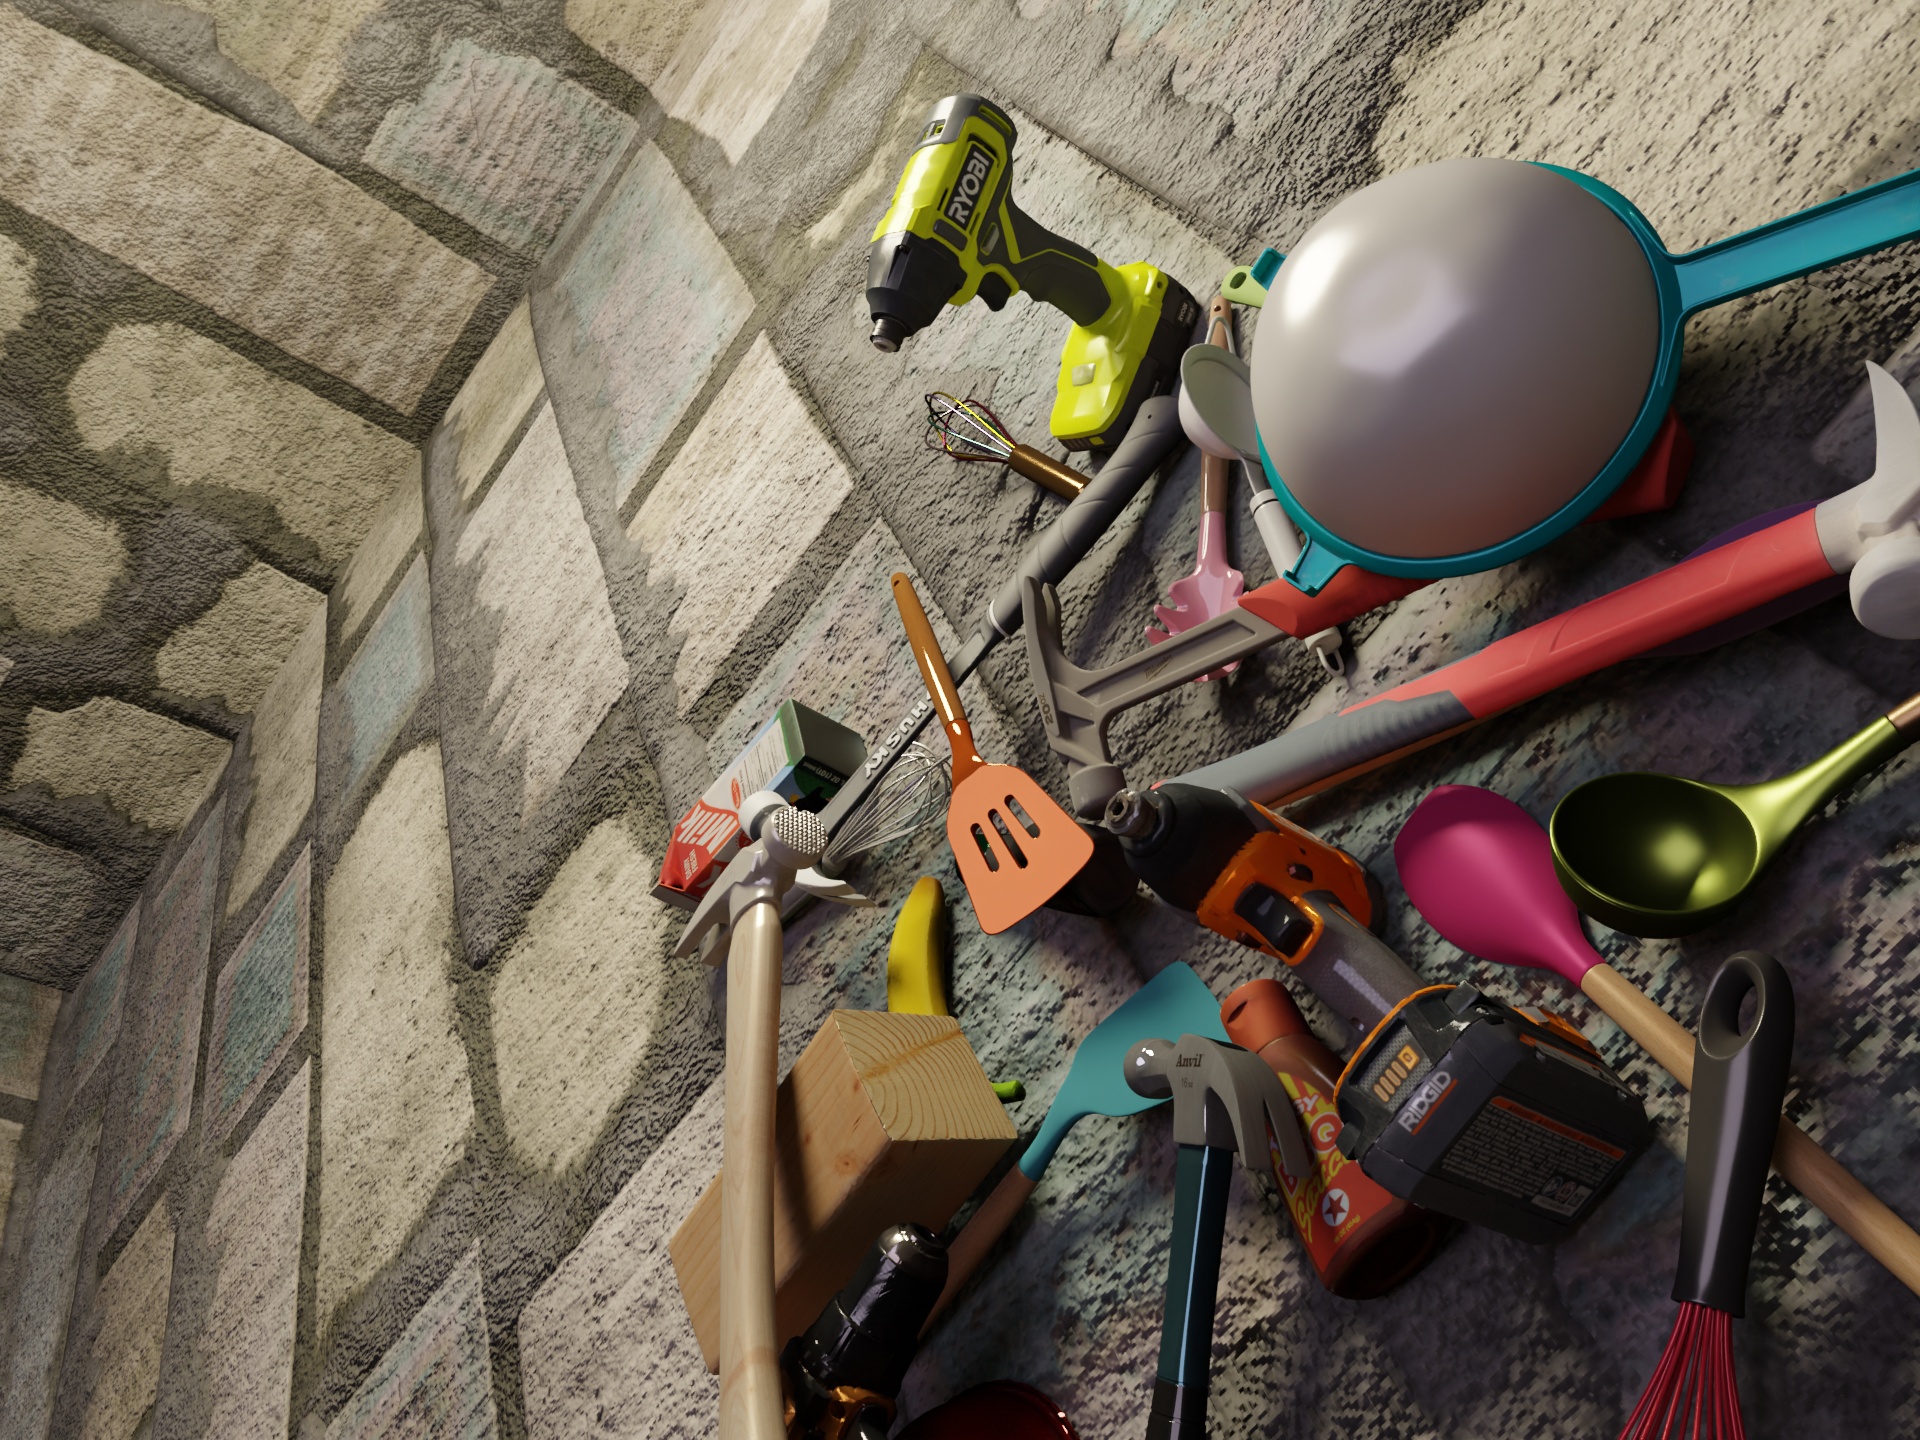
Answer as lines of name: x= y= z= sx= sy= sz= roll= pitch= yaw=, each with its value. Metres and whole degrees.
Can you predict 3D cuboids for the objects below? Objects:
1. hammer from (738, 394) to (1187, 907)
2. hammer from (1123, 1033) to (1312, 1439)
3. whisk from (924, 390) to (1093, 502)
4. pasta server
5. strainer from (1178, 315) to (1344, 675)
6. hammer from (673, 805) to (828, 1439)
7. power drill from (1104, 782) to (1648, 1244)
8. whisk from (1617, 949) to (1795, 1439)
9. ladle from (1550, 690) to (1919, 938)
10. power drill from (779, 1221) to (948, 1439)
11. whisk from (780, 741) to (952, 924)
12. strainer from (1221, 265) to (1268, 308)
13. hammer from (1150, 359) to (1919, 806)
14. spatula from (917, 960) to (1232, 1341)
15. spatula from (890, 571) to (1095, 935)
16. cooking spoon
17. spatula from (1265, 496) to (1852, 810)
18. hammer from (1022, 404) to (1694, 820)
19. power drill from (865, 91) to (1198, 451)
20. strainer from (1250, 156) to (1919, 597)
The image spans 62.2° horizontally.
hammer: x=0.016 y=-0.051 z=1.040 sx=0.409 sy=0.036 sz=0.149 roll=-50 pitch=37 yaw=0
hammer: x=0.095 y=0.305 z=0.698 sx=0.128 sy=0.033 sz=0.331 roll=152 pitch=130 yaw=-65
whisk: x=0.036 y=-0.198 z=1.183 sx=0.245 sy=0.051 sz=0.047 roll=40 pitch=121 yaw=52
pasta server: x=0.155 y=-0.151 z=0.981 sx=0.060 sy=0.040 sz=0.316 roll=-7 pitch=56 yaw=23
strainer: x=0.172 y=-0.129 z=0.917 sx=0.050 sy=0.086 sz=0.259 roll=-45 pitch=46 yaw=38
hammer: x=-0.115 y=0.241 z=0.834 sx=0.146 sy=0.038 sz=0.411 roll=-50 pitch=31 yaw=36
power drill: x=0.159 y=0.106 z=0.674 sx=0.084 sy=0.164 sz=0.227 roll=-55 pitch=35 yaw=11
whisk: x=0.253 y=0.221 z=0.543 sx=0.073 sy=0.073 sz=0.296 roll=-7 pitch=61 yaw=52
ladle: x=0.364 y=-0.018 z=0.583 sx=0.320 sy=0.062 sz=0.078 roll=-40 pitch=35 yaw=26
power drill: x=-0.031 y=0.357 z=0.726 sx=0.185 sy=0.084 sz=0.226 roll=-60 pitch=28 yaw=1
whisk: x=-0.086 y=0.093 z=1.125 sx=0.246 sy=0.058 sz=0.059 roll=-42 pitch=-4 yaw=34
strainer: x=0.228 y=-0.226 z=0.916 sx=0.151 sy=0.069 sz=0.257 roll=-57 pitch=25 yaw=9
hammer: x=0.245 y=-0.029 z=0.731 sx=0.386 sy=0.038 sz=0.143 roll=-27 pitch=28 yaw=41
spatula: x=0.032 y=0.265 z=0.860 sx=0.317 sy=0.044 sz=0.082 roll=-56 pitch=34 yaw=18
spatula: x=-0.002 y=-0.003 z=0.973 sx=0.081 sy=0.041 sz=0.323 roll=-41 pitch=34 yaw=14
cooking spoon: x=0.273 y=0.118 z=0.640 sx=0.068 sy=0.017 sz=0.319 roll=-56 pitch=33 yaw=14
spatula: x=0.267 y=-0.020 z=0.749 sx=0.316 sy=0.018 sz=0.060 roll=-30 pitch=40 yaw=37
hammer: x=0.190 y=-0.075 z=0.822 sx=0.359 sy=0.036 sz=0.149 roll=-25 pitch=65 yaw=31
power drill: x=0.042 y=-0.278 z=1.055 sx=0.080 sy=0.223 sz=0.171 roll=4 pitch=70 yaw=55
strainer: x=0.265 y=-0.191 z=0.705 sx=0.340 sy=0.095 sz=0.211 roll=-15 pitch=70 yaw=37
